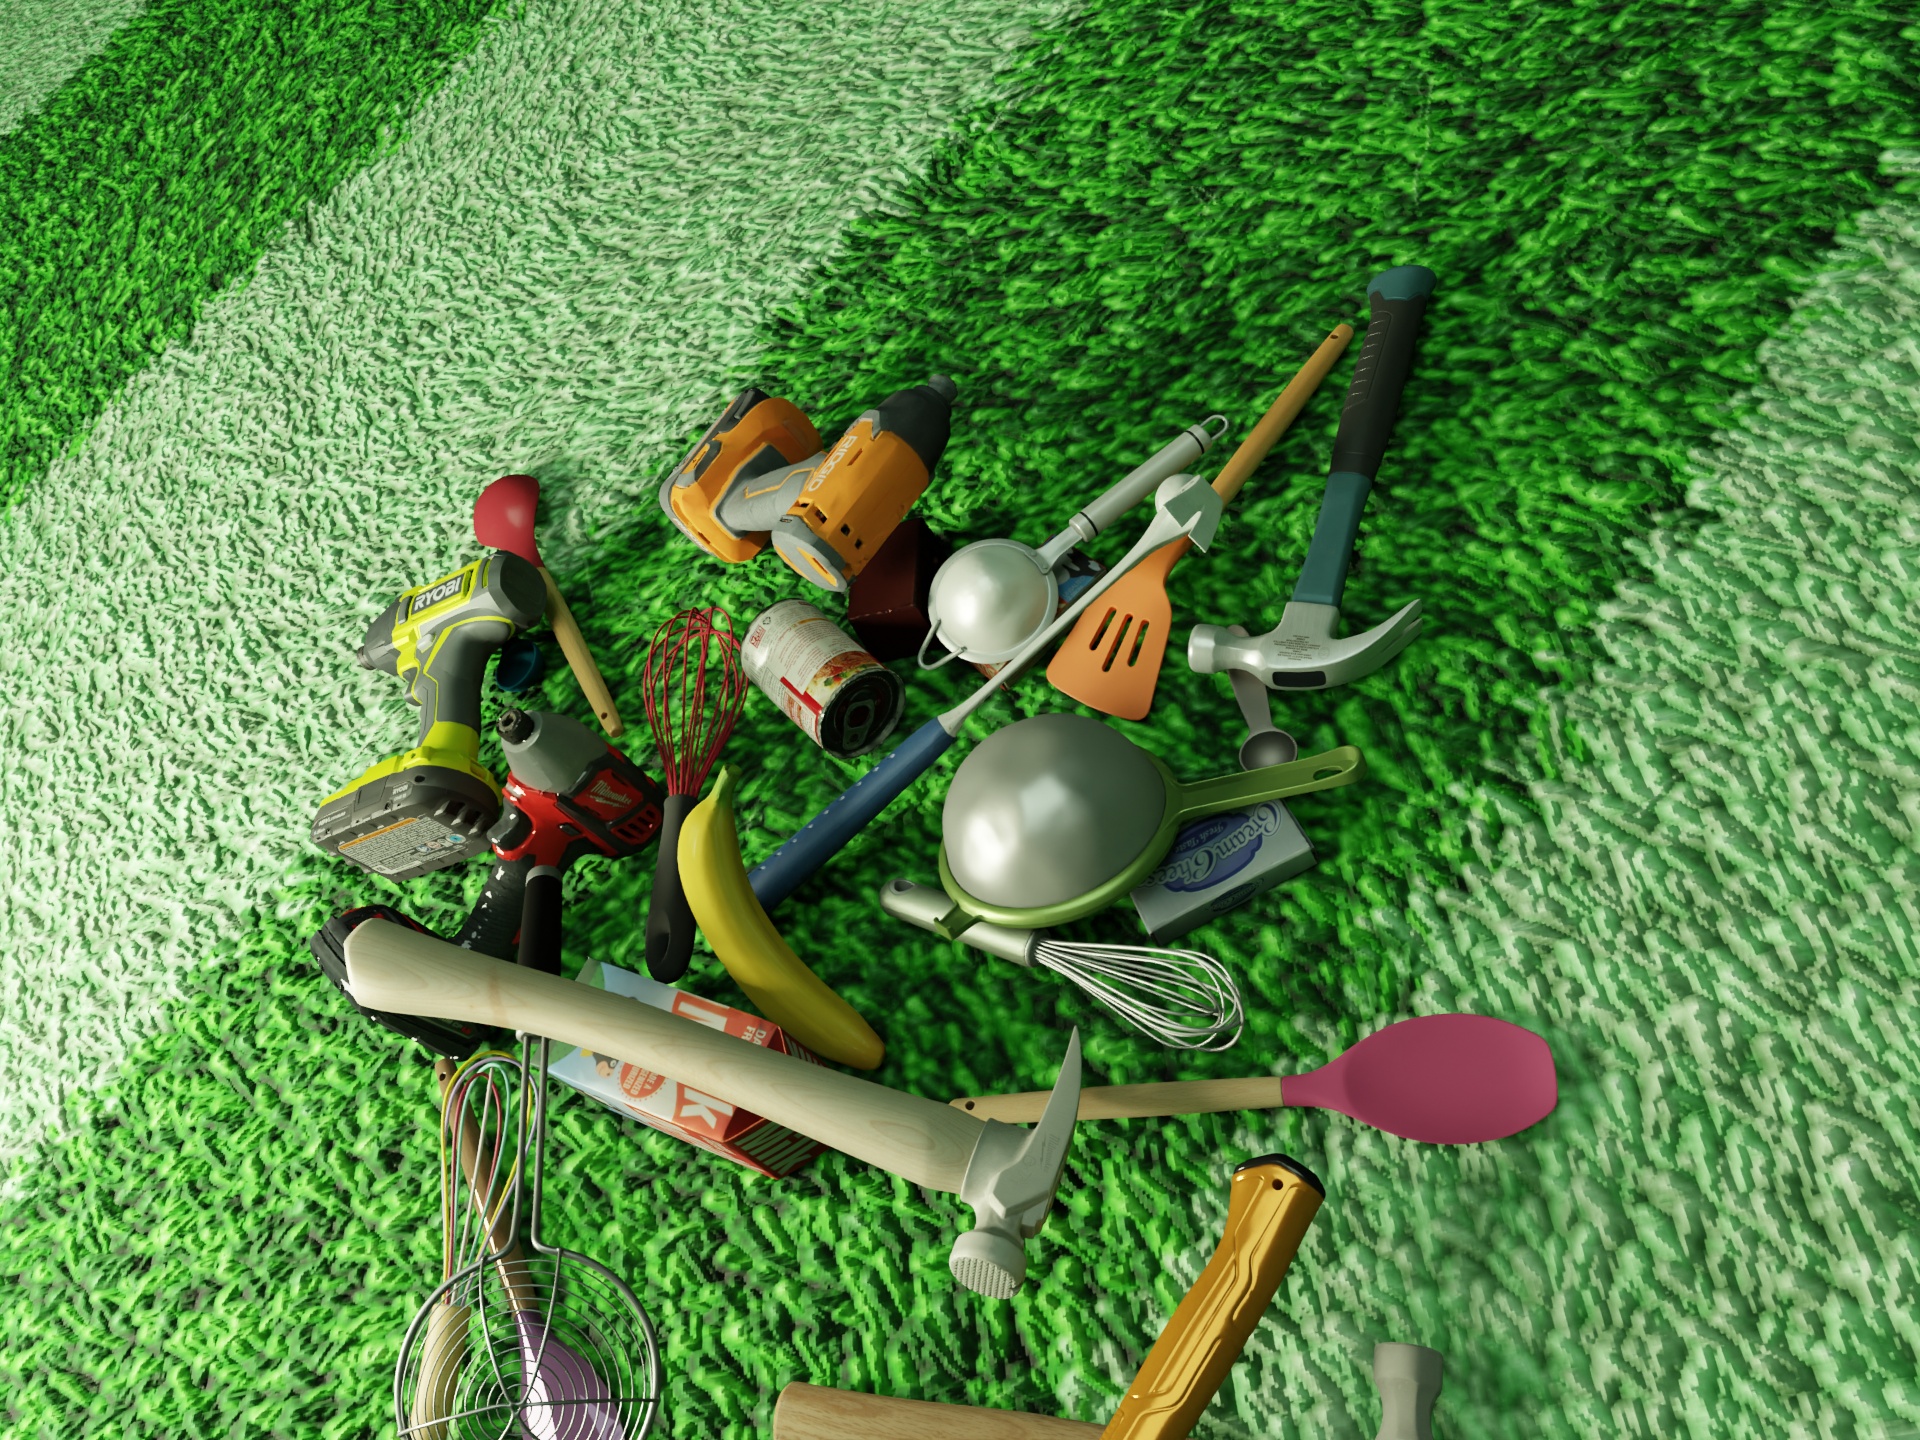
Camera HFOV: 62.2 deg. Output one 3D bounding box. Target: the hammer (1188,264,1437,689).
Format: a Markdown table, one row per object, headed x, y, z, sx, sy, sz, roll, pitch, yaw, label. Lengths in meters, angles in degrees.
| x | y | z | sx | sy | sz | roll | pitch | yaw | label |
| --- | --- | --- | --- | --- | --- | --- | --- | --- | --- |
| 0.248 | -0.162 | 1.005 | 0.128 | 0.033 | 0.331 | 10 | 62 | 23 | hammer |

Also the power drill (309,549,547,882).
| x | y | z | sx | sy | sz | roll | pitch | yaw | label |
| --- | --- | --- | --- | --- | --- | --- | --- | --- | --- |
| -0.391 | -0.004 | 1.157 | 0.171 | 0.080 | 0.223 | -20 | 52 | 26 | power drill |

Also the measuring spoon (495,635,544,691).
| x | y | z | sx | sy | sz | roll | pitch | yaw | label |
| --- | --- | --- | --- | --- | --- | --- | --- | --- | --- |
| -0.342 | -0.066 | 1.220 | 0.042 | 0.021 | 0.129 | -40 | 47 | 12 | measuring spoon |

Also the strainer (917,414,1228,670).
| x | y | z | sx | sy | sz | roll | pitch | yaw | label |
| --- | --- | --- | --- | --- | --- | --- | --- | --- | --- |
| 0.072 | -0.122 | 1.028 | 0.258 | 0.050 | 0.087 | -38 | 69 | -7 | strainer |

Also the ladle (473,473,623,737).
| x | y | z | sx | sy | sz | roll | pitch | yaw | label |
| --- | --- | --- | --- | --- | --- | --- | --- | --- | --- |
| -0.317 | -0.095 | 1.224 | 0.069 | 0.031 | 0.316 | -40 | 53 | 7 | ladle |

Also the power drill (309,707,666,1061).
| x | y | z | sx | sy | sz | roll | pitch | yaw | label |
| --- | --- | --- | --- | --- | --- | --- | --- | --- | --- |
| -0.299 | 0.096 | 1.019 | 0.079 | 0.143 | 0.220 | 31 | 78 | 38 | power drill |

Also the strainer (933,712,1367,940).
| x | y | z | sx | sy | sz | roll | pitch | yaw | label |
| --- | --- | --- | --- | --- | --- | --- | --- | --- | --- |
| 0.095 | 0.033 | 0.901 | 0.256 | 0.069 | 0.152 | -13 | 37 | 20 | strainer |

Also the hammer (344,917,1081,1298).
| x | y | z | sx | sy | sz | roll | pitch | yaw | label |
| --- | --- | --- | --- | --- | --- | --- | --- | --- | --- |
| -0.139 | 0.172 | 0.852 | 0.411 | 0.038 | 0.146 | 16 | 46 | 13 | hammer |

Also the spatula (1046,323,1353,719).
| x | y | z | sx | sy | sz | roll | pitch | yaw | label |
| --- | --- | --- | --- | --- | --- | --- | --- | --- | --- |
| 0.170 | -0.141 | 1.039 | 0.081 | 0.041 | 0.323 | 25 | 68 | 35 | spatula |

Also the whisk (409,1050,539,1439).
| x | y | z | sx | sy | sz | roll | pitch | yaw | label |
| --- | --- | --- | --- | --- | --- | --- | --- | --- | --- |
| -0.293 | 0.314 | 0.918 | 0.051 | 0.047 | 0.245 | -4 | 69 | 28 | whisk |

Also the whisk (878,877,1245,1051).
| x | y | z | sx | sy | sz | roll | pitch | yaw | label |
| --- | --- | --- | --- | --- | --- | --- | --- | --- | --- |
| 0.051 | 0.132 | 0.904 | 0.246 | 0.059 | 0.058 | 15 | 30 | 35 | whisk |

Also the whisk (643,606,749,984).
| x | y | z | sx | sy | sz | roll | pitch | yaw | label |
| --- | --- | --- | --- | --- | --- | --- | --- | --- | --- |
| -0.180 | 0.038 | 1.038 | 0.073 | 0.073 | 0.296 | -14 | 51 | 15 | whisk |

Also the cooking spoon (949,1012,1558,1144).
| x | y | z | sx | sy | sz | roll | pitch | yaw | label |
| --- | --- | --- | --- | --- | --- | --- | --- | --- | --- |
| 0.144 | 0.196 | 0.835 | 0.319 | 0.017 | 0.069 | -8 | 55 | 19 | cooking spoon |

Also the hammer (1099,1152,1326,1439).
| x | y | z | sx | sy | sz | roll | pitch | yaw | label |
| --- | --- | --- | --- | --- | --- | --- | --- | --- | --- |
| 0.075 | 0.349 | 0.716 | 0.127 | 0.034 | 0.337 | 24 | 71 | 36 | hammer |

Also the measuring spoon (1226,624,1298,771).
| x | y | z | sx | sy | sz | roll | pitch | yaw | label |
| --- | --- | --- | --- | --- | --- | --- | --- | --- | --- |
| 0.177 | -0.010 | 0.959 | 0.034 | 0.018 | 0.124 | -17 | 47 | 11 | measuring spoon |

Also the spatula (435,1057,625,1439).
| x | y | z | sx | sy | sz | roll | pitch | yaw | label |
| --- | --- | --- | --- | --- | --- | --- | --- | --- | --- |
| -0.260 | 0.324 | 0.931 | 0.060 | 0.018 | 0.316 | -38 | 53 | 3 | spatula |

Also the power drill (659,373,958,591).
| x | y | z | sx | sy | sz | roll | pitch | yaw | label |
| --- | --- | --- | --- | --- | --- | --- | --- | --- | --- |
| -0.101 | -0.176 | 1.103 | 0.164 | 0.084 | 0.227 | -53 | 34 | -14 | power drill |

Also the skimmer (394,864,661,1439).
| x | y | z | sx | sy | sz | roll | pitch | yaw | label |
| --- | --- | --- | --- | --- | --- | --- | --- | --- | --- |
| -0.231 | 0.237 | 0.870 | 0.127 | 0.090 | 0.364 | -5 | 41 | -7 | skimmer |

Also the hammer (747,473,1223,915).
| x | y | z | sx | sy | sz | roll | pitch | yaw | label |
| --- | --- | --- | --- | --- | --- | --- | --- | --- | --- |
| -0.002 | -0.003 | 0.957 | 0.405 | 0.144 | 0.035 | -42 | 96 | 9 | hammer |

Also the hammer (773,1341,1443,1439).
| x | y | z | sx | sy | sz | roll | pitch | yaw | label |
| --- | --- | --- | --- | --- | --- | --- | --- | --- | --- |
| 0.060 | 0.355 | 0.761 | 0.331 | 0.031 | 0.130 | -4 | 58 | 22 | hammer |
